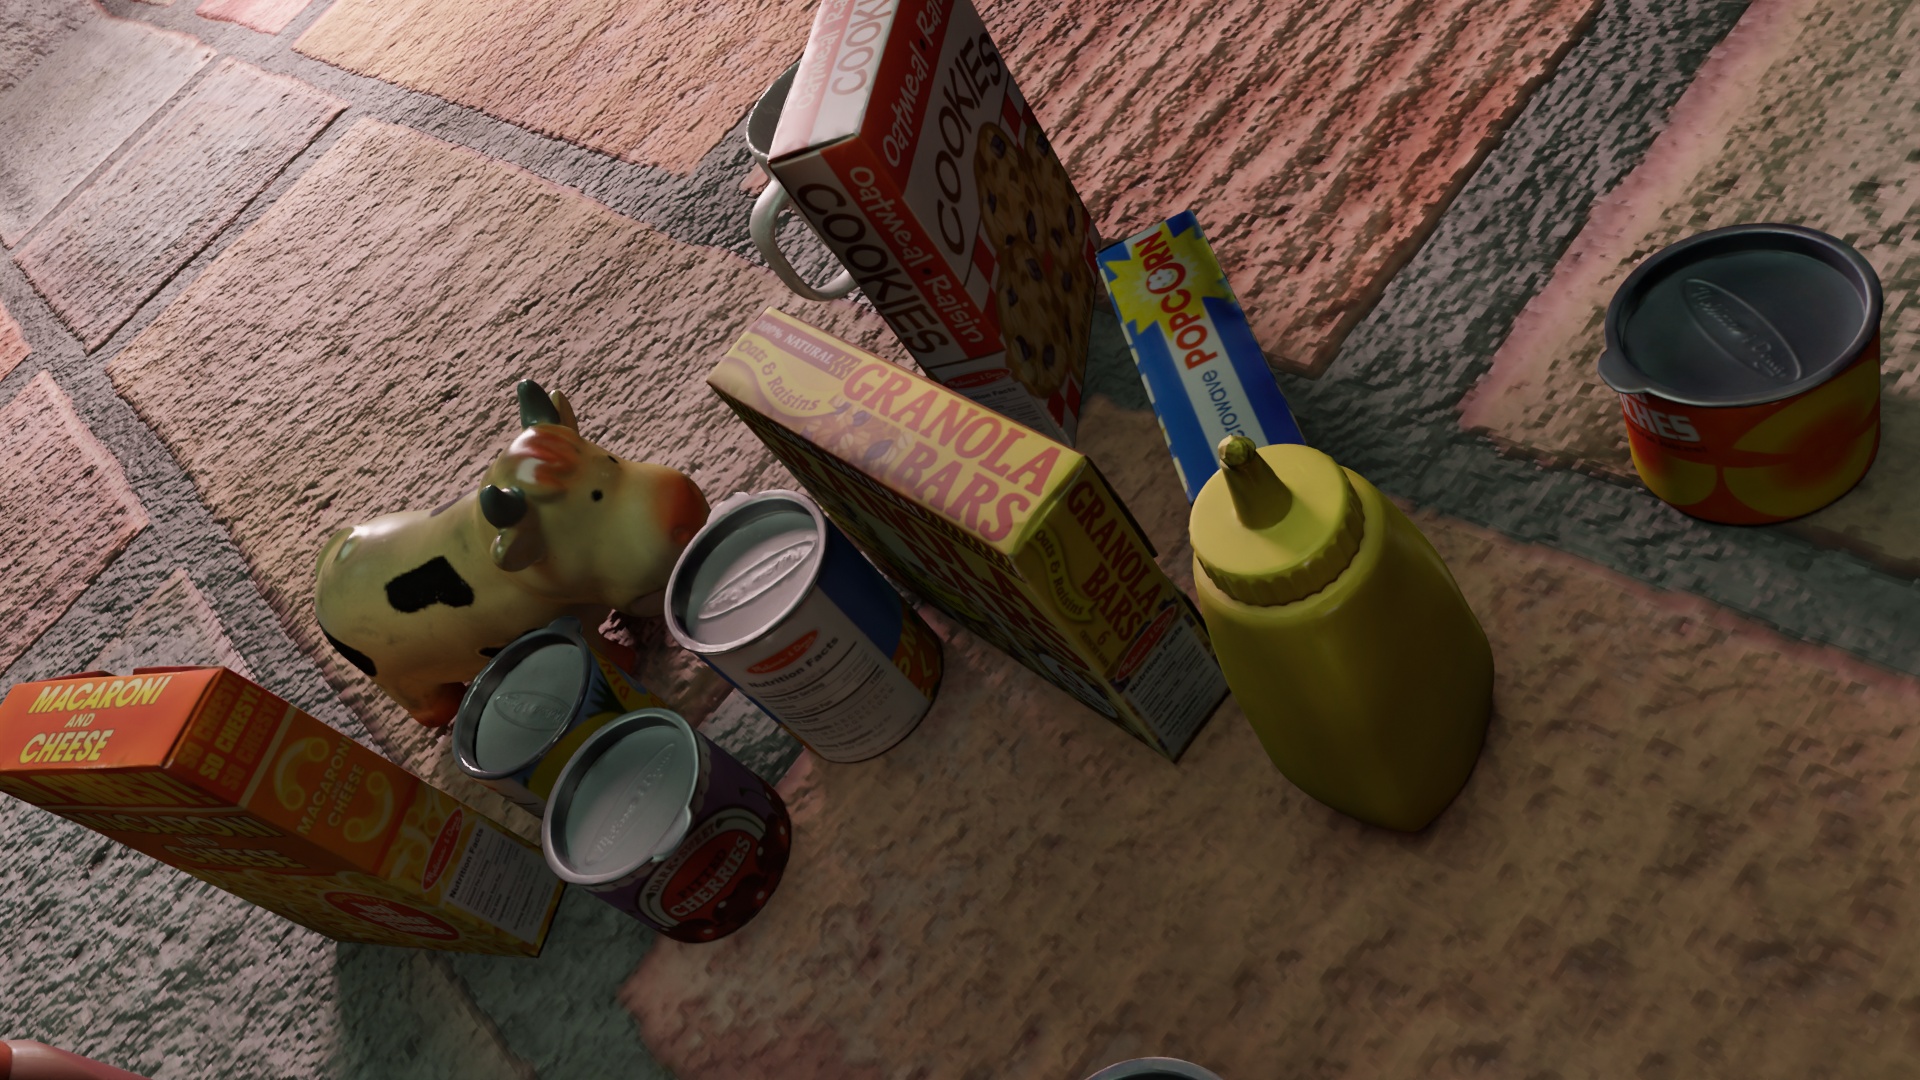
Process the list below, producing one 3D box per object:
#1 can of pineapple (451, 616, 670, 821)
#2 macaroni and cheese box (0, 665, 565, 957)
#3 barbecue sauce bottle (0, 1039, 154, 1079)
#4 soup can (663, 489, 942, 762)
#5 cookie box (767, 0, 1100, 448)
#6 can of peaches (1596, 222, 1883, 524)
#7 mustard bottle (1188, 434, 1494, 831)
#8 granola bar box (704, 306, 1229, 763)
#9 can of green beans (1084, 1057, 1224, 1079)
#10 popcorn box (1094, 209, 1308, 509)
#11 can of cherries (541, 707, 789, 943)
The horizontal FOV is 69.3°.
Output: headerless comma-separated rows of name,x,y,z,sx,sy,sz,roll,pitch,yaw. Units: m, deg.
can of pineapple,-0.153,0.075,0.547,0.071,0.057,0.071,-18,48,21
macaroni and cheese box,-0.247,0.103,0.508,0.123,0.166,0.040,-7,53,30
barbecue sauce bottle,-0.308,0.203,0.481,0.065,0.148,0.044,-2,55,33
soup can,-0.055,0.030,0.499,0.071,0.083,0.072,-18,48,21
cookie box,-0.001,-0.129,0.532,0.040,0.167,0.123,-10,51,28
can of peaches,0.221,-0.045,0.396,0.071,0.058,0.071,-18,48,21
mustard bottle,0.094,0.018,0.355,0.049,0.159,0.065,20,69,42
granola bar box,0.002,-0.006,0.462,0.039,0.124,0.166,-50,45,-10
can of green beans,0.055,0.167,0.334,0.071,0.057,0.071,-18,48,21
popcorn box,0.090,-0.038,0.458,0.038,0.085,0.127,-26,45,14
can of cherries,-0.101,0.103,0.490,0.071,0.058,0.072,-18,48,21
